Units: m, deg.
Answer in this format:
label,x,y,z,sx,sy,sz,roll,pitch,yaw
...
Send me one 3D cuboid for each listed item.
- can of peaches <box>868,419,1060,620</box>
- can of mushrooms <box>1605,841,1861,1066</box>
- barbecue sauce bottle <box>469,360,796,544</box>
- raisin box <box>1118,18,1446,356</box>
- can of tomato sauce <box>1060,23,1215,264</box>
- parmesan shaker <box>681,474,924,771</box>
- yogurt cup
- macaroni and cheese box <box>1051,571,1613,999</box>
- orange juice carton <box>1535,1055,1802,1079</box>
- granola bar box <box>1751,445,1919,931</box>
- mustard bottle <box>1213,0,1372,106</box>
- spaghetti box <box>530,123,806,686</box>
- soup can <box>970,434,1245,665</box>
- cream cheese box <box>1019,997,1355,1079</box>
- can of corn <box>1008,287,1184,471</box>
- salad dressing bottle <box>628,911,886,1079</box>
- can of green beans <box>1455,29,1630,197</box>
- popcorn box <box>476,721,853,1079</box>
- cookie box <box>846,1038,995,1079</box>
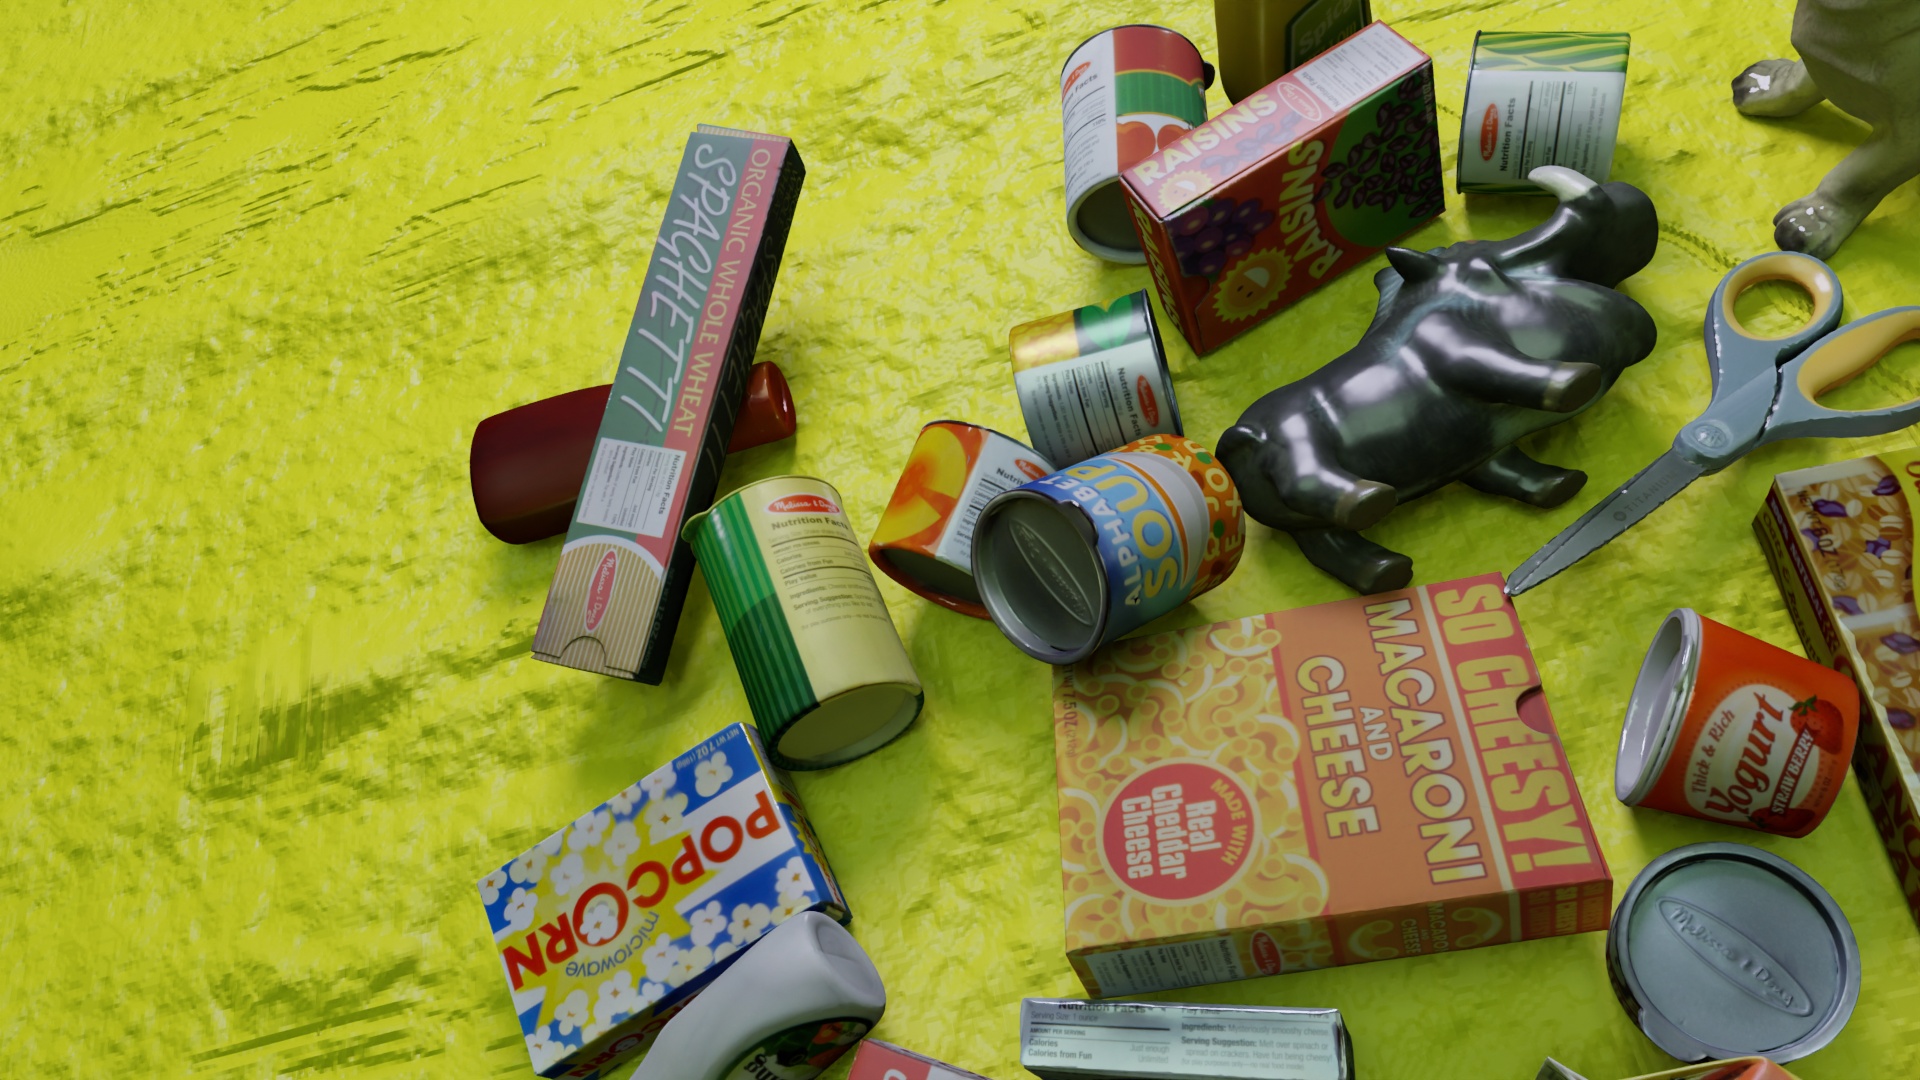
label,x,y,z,sx,sy,sz,roll,pitch,yaw
can of peaches,0.002,-0.007,0.564,0.071,0.071,0.058,15,70,24
can of mushrooms,0.237,0.132,0.433,0.071,0.033,0.071,-7,63,14
barbecue sauce bottle,-0.152,-0.046,0.645,0.148,0.043,0.065,-15,64,10
raisin box,0.135,-0.143,0.575,0.123,0.085,0.040,-30,53,1
can of tomato sauce,0.081,-0.176,0.623,0.071,0.071,0.083,-7,63,15
parmesan shaker,-0.065,0.034,0.561,0.071,0.071,0.103,-27,60,4
yogurt cup,0.249,0.061,0.448,0.054,0.072,0.072,17,71,17
macaroni and cheese box,0.118,0.082,0.476,0.166,0.040,0.124,-12,46,12
orange juice carton,0.244,0.206,0.371,0.193,0.071,0.073,33,77,29
granola bar box,0.347,0.046,0.437,0.124,0.039,0.166,-12,61,12
mustard bottle,0.136,-0.235,0.579,0.065,0.159,0.049,-40,61,-2
spaghetti box,-0.123,-0.063,0.603,0.050,0.028,0.250,10,77,14
soup can,0.058,0.000,0.517,0.084,0.071,0.071,-23,50,-39
cream cheese box,0.075,0.168,0.456,0.104,0.053,0.024,-3,62,16
can of corn,0.057,-0.065,0.575,0.058,0.071,0.071,-14,61,12
salad dressing bottle,-0.094,0.197,0.496,0.147,0.064,0.044,-43,54,4
can of green beans,0.238,-0.174,0.569,0.058,0.071,0.071,8,67,21
popcorn box,-0.116,0.140,0.542,0.127,0.038,0.085,-32,59,1
cookie box,0.026,0.246,0.440,0.167,0.040,0.123,11,68,23
